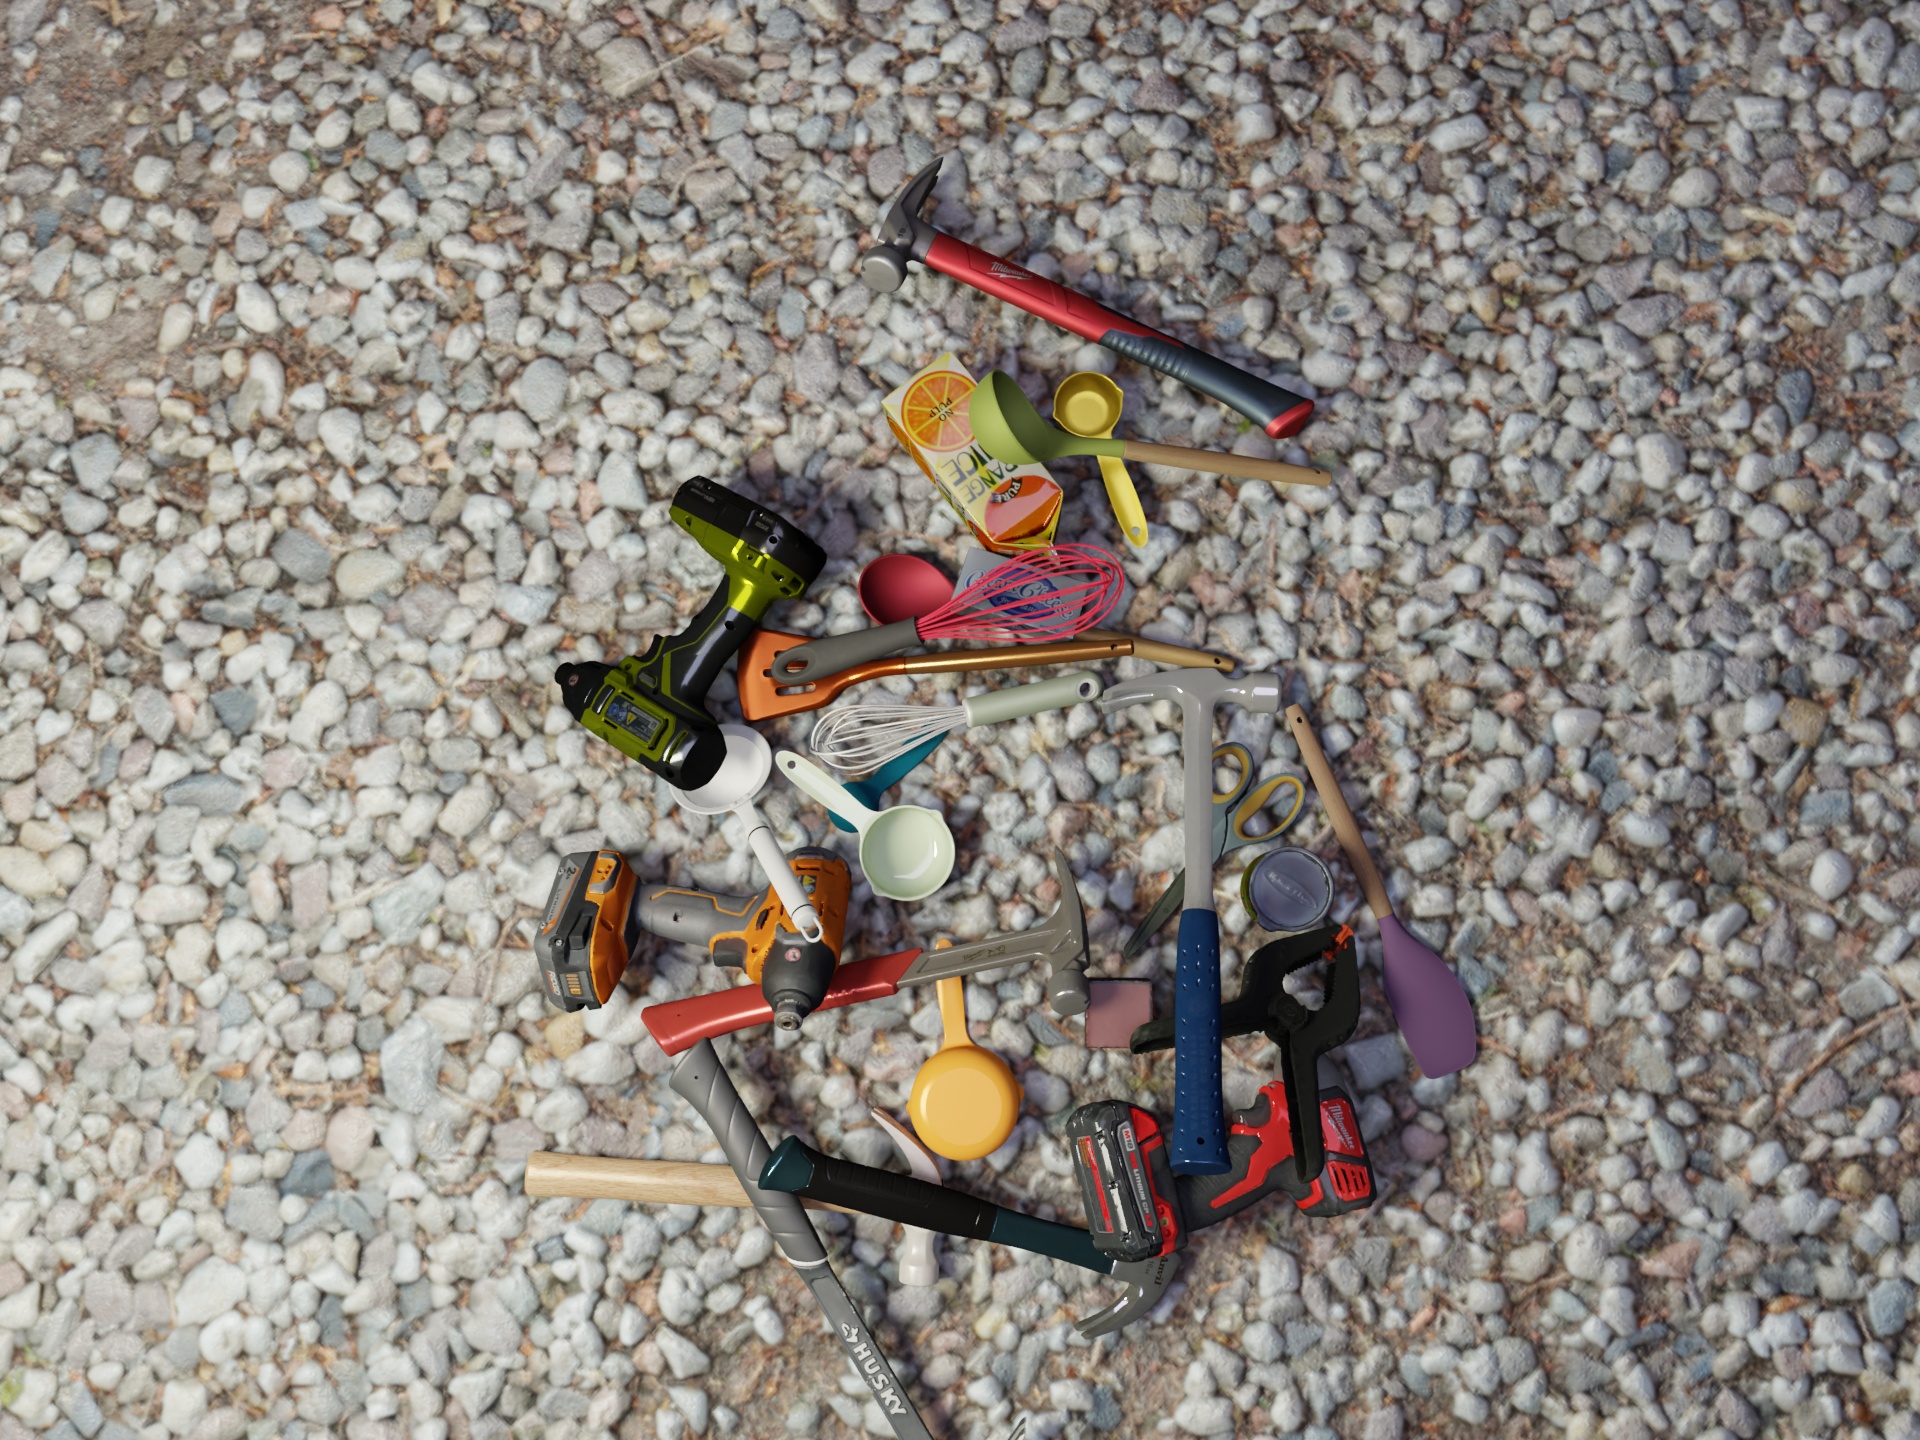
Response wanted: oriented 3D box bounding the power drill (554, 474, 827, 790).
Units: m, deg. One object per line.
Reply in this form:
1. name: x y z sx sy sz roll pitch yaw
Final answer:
1. power drill: -0.223 -0.075 1.282 0.171 0.080 0.223 29 86 29

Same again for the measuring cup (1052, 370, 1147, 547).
1. measuring cup: 0.123 -0.215 1.327 0.062 0.029 0.156 -20 84 -1

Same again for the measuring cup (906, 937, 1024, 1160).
1. measuring cup: -0.003 0.259 1.250 0.095 0.052 0.174 -8 84 1

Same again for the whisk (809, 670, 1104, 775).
1. whisk: -0.002 -0.004 1.287 0.246 0.059 0.057 -13 106 -7

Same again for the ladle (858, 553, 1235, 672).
1. ladle: 0.070 -0.077 1.309 0.315 0.031 0.069 12 76 2

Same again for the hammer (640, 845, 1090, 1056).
1. hammer: -0.077 0.197 1.252 0.359 0.036 0.149 -13 41 8

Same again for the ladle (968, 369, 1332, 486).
1. ladle: 0.158 -0.222 1.270 0.320 0.062 0.078 5 53 -17

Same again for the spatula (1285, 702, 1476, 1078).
1. spatula: 0.332 0.132 1.275 0.060 0.018 0.316 -23 83 -2

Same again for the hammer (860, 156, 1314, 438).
1. hammer: 0.118 -0.343 1.329 0.386 0.038 0.143 25 59 0

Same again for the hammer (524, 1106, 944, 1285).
1. hammer: -0.177 0.365 1.253 0.331 0.031 0.130 3 83 3

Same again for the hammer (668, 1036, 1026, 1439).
1. hammer: -0.102 0.424 1.210 0.149 0.036 0.409 -31 88 3

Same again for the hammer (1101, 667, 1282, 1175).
1. hammer: 0.174 0.135 1.201 0.144 0.035 0.406 2 60 5

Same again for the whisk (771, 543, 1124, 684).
1. whisk: -0.014 -0.076 1.248 0.296 0.073 0.073 -15 82 15

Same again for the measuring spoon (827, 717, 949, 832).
1. measuring spoon: -0.057 0.040 1.298 0.128 0.021 0.042 -43 83 -4

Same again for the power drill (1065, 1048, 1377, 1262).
1. power drill: 0.200 0.320 1.204 0.219 0.078 0.143 -9 76 -17

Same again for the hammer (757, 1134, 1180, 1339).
1. hammer: 0.010 0.376 1.205 0.331 0.033 0.128 18 82 -11

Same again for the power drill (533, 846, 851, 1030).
1. power drill: -0.203 0.170 1.221 0.226 0.084 0.164 0 38 3

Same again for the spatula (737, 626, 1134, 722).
1. spatula: -0.022 -0.047 1.283 0.322 0.041 0.081 -4 82 14

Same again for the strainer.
1. strainer: -0.162 0.084 1.242 0.087 0.050 0.259 -30 47 -7

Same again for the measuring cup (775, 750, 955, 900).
1. measuring cup: -0.080 0.077 1.272 0.167 0.038 0.083 38 86 -5
